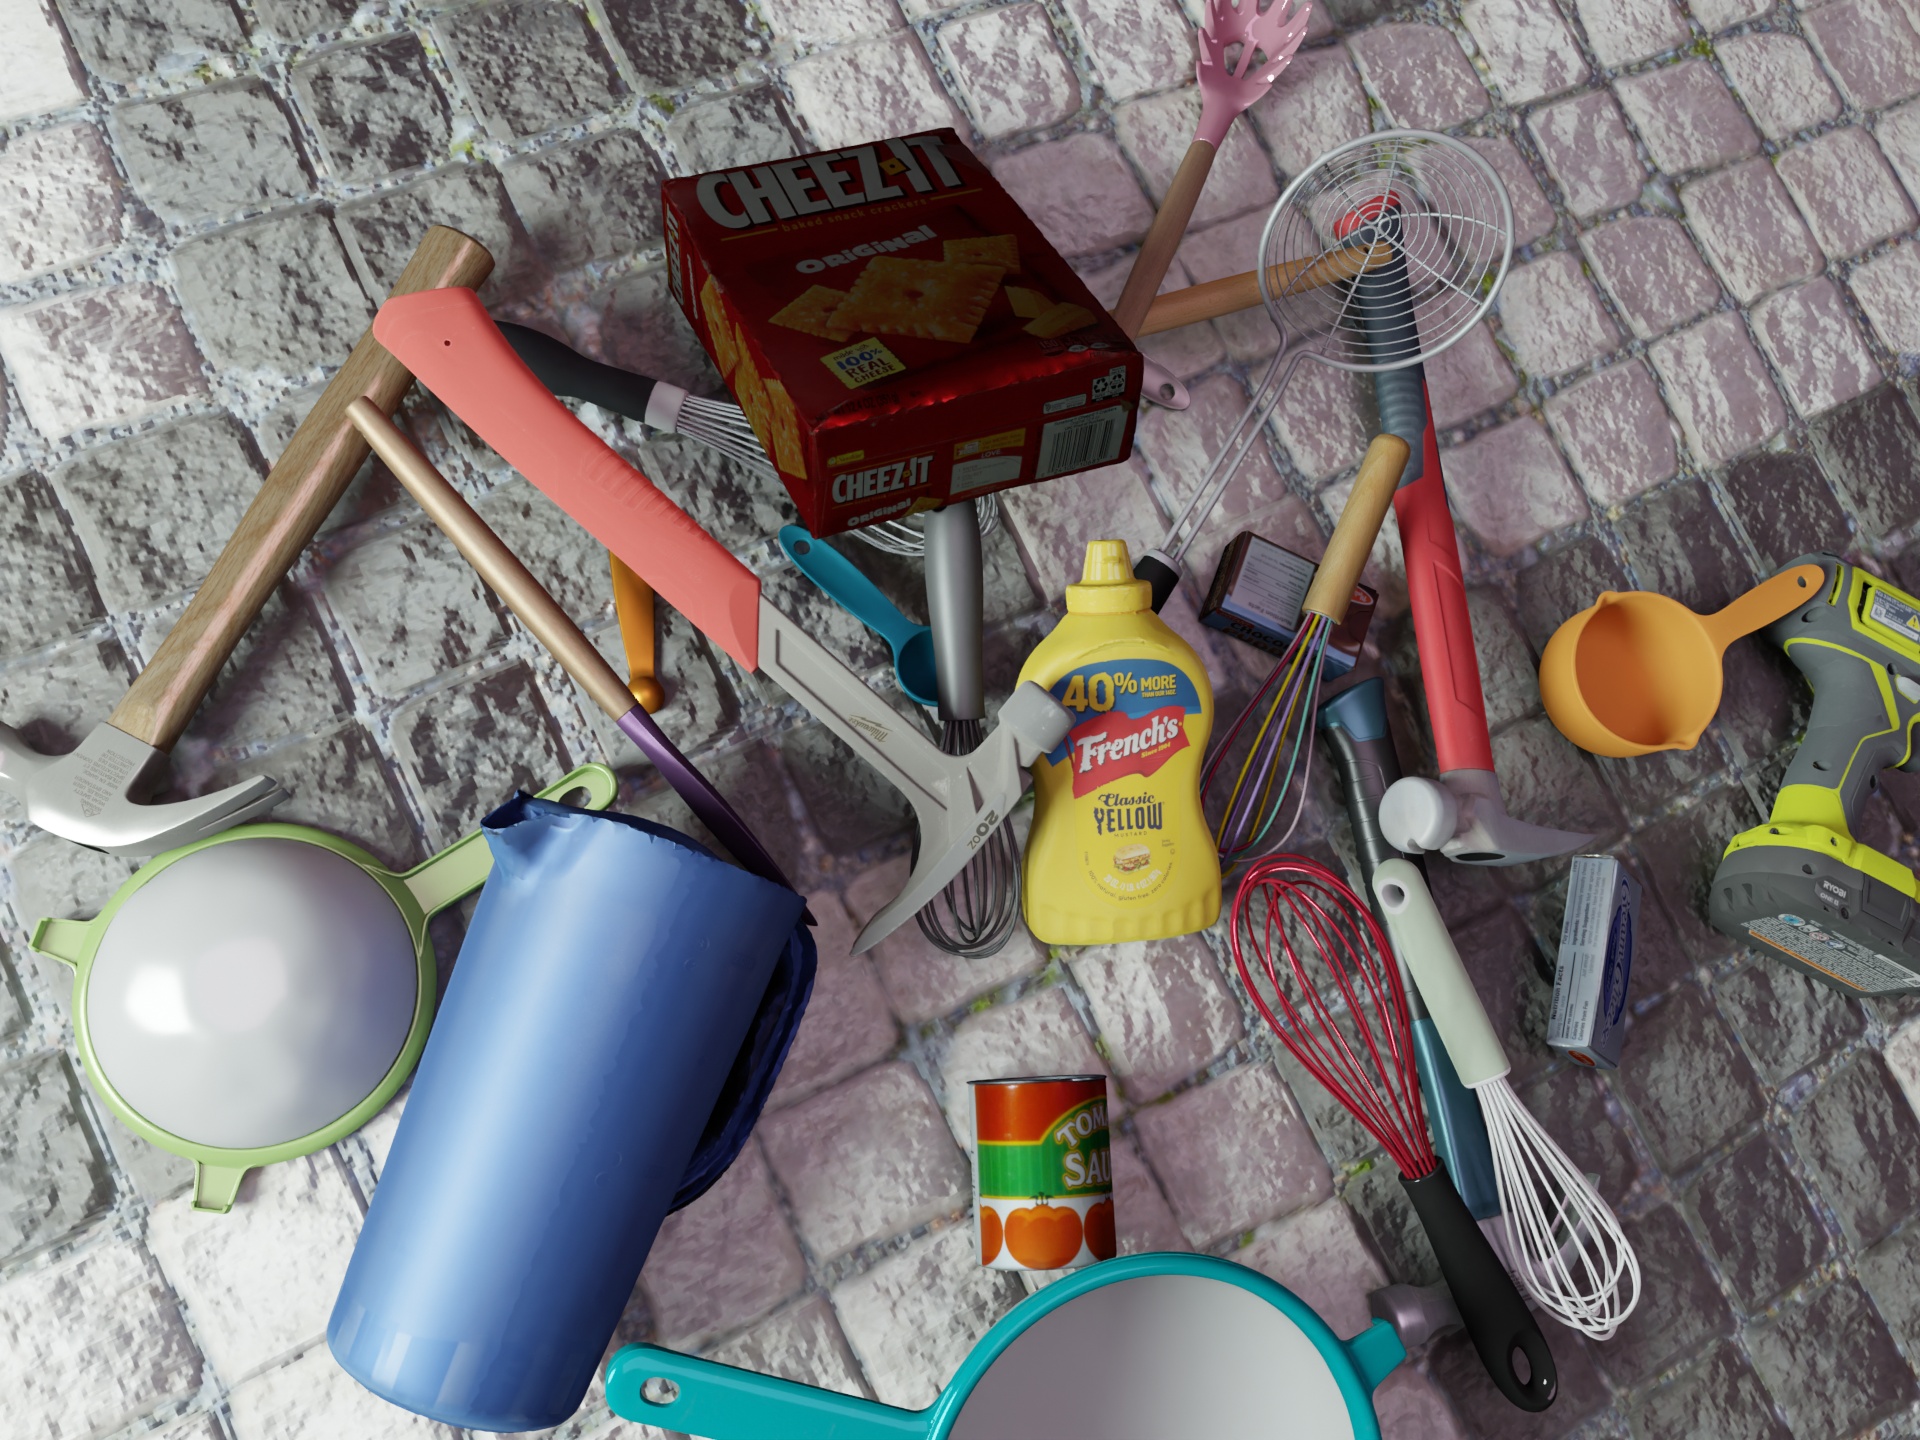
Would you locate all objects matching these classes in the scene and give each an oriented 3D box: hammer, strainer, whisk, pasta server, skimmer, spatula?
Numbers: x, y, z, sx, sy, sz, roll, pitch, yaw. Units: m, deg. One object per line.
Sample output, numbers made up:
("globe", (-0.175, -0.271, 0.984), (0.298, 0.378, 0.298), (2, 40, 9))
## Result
("hammer", (0.238, 0.140, 0.822), (0.128, 0.033, 0.331), (-9, 80, -14))
("hammer", (-0.309, -0.089, 0.728), (0.130, 0.031, 0.331), (26, 74, 4))
("strainer", (0.012, 0.310, 0.690), (0.340, 0.095, 0.211), (18, 84, -11))
("whisk", (-0.116, -0.145, 0.792), (0.284, 0.070, 0.070), (18, 74, -4))
("hammer", (-0.127, -0.060, 0.724), (0.359, 0.037, 0.149), (41, 92, -1))
("whisk", (-0.002, -0.002, 0.766), (0.055, 0.055, 0.239), (-3, 93, -14))
("pasta server", (0.125, -0.299, 0.864), (0.060, 0.040, 0.316), (20, 60, 6))
("strainer", (-0.262, 0.087, 0.695), (0.256, 0.069, 0.151), (-32, 86, -16))
("whisk", (0.210, 0.197, 0.759), (0.073, 0.073, 0.296), (-28, 91, -18))
("skimmer", (0.147, -0.129, 0.801), (0.127, 0.090, 0.363), (35, 83, -21))
("hammer", (0.264, -0.112, 0.873), (0.143, 0.038, 0.387), (9, 69, -36))
("spatula", (-0.170, -0.023, 0.730), (0.018, 0.060, 0.316), (-42, 96, -17))
("whisk", (0.177, -0.033, 0.818), (0.047, 0.051, 0.245), (25, 86, -33))
("whisk", (0.263, 0.182, 0.781), (0.059, 0.058, 0.246), (-11, 74, -49))

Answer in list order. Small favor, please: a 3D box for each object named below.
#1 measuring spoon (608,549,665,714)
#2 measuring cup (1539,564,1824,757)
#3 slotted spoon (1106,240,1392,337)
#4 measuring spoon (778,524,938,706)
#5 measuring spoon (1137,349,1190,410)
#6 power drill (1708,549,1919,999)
("measuring spoon", (-0.160, -0.060, 0.783), (0.021, 0.011, 0.117), (-5, 79, -14))
("measuring cup", (0.401, -0.041, 0.887), (0.173, 0.052, 0.095), (-27, 85, -14))
("slotted spoon", (0.086, -0.213, 0.846), (0.313, 0.031, 0.070), (-17, 72, -9))
("measuring spoon", (-0.045, -0.054, 0.811), (0.128, 0.021, 0.042), (42, 72, 8))
("measuring spoon", (0.073, -0.204, 0.873), (0.124, 0.018, 0.034), (30, 85, -12))
("power drill", (0.518, 0.034, 0.892), (0.171, 0.080, 0.223), (27, 70, -5))
